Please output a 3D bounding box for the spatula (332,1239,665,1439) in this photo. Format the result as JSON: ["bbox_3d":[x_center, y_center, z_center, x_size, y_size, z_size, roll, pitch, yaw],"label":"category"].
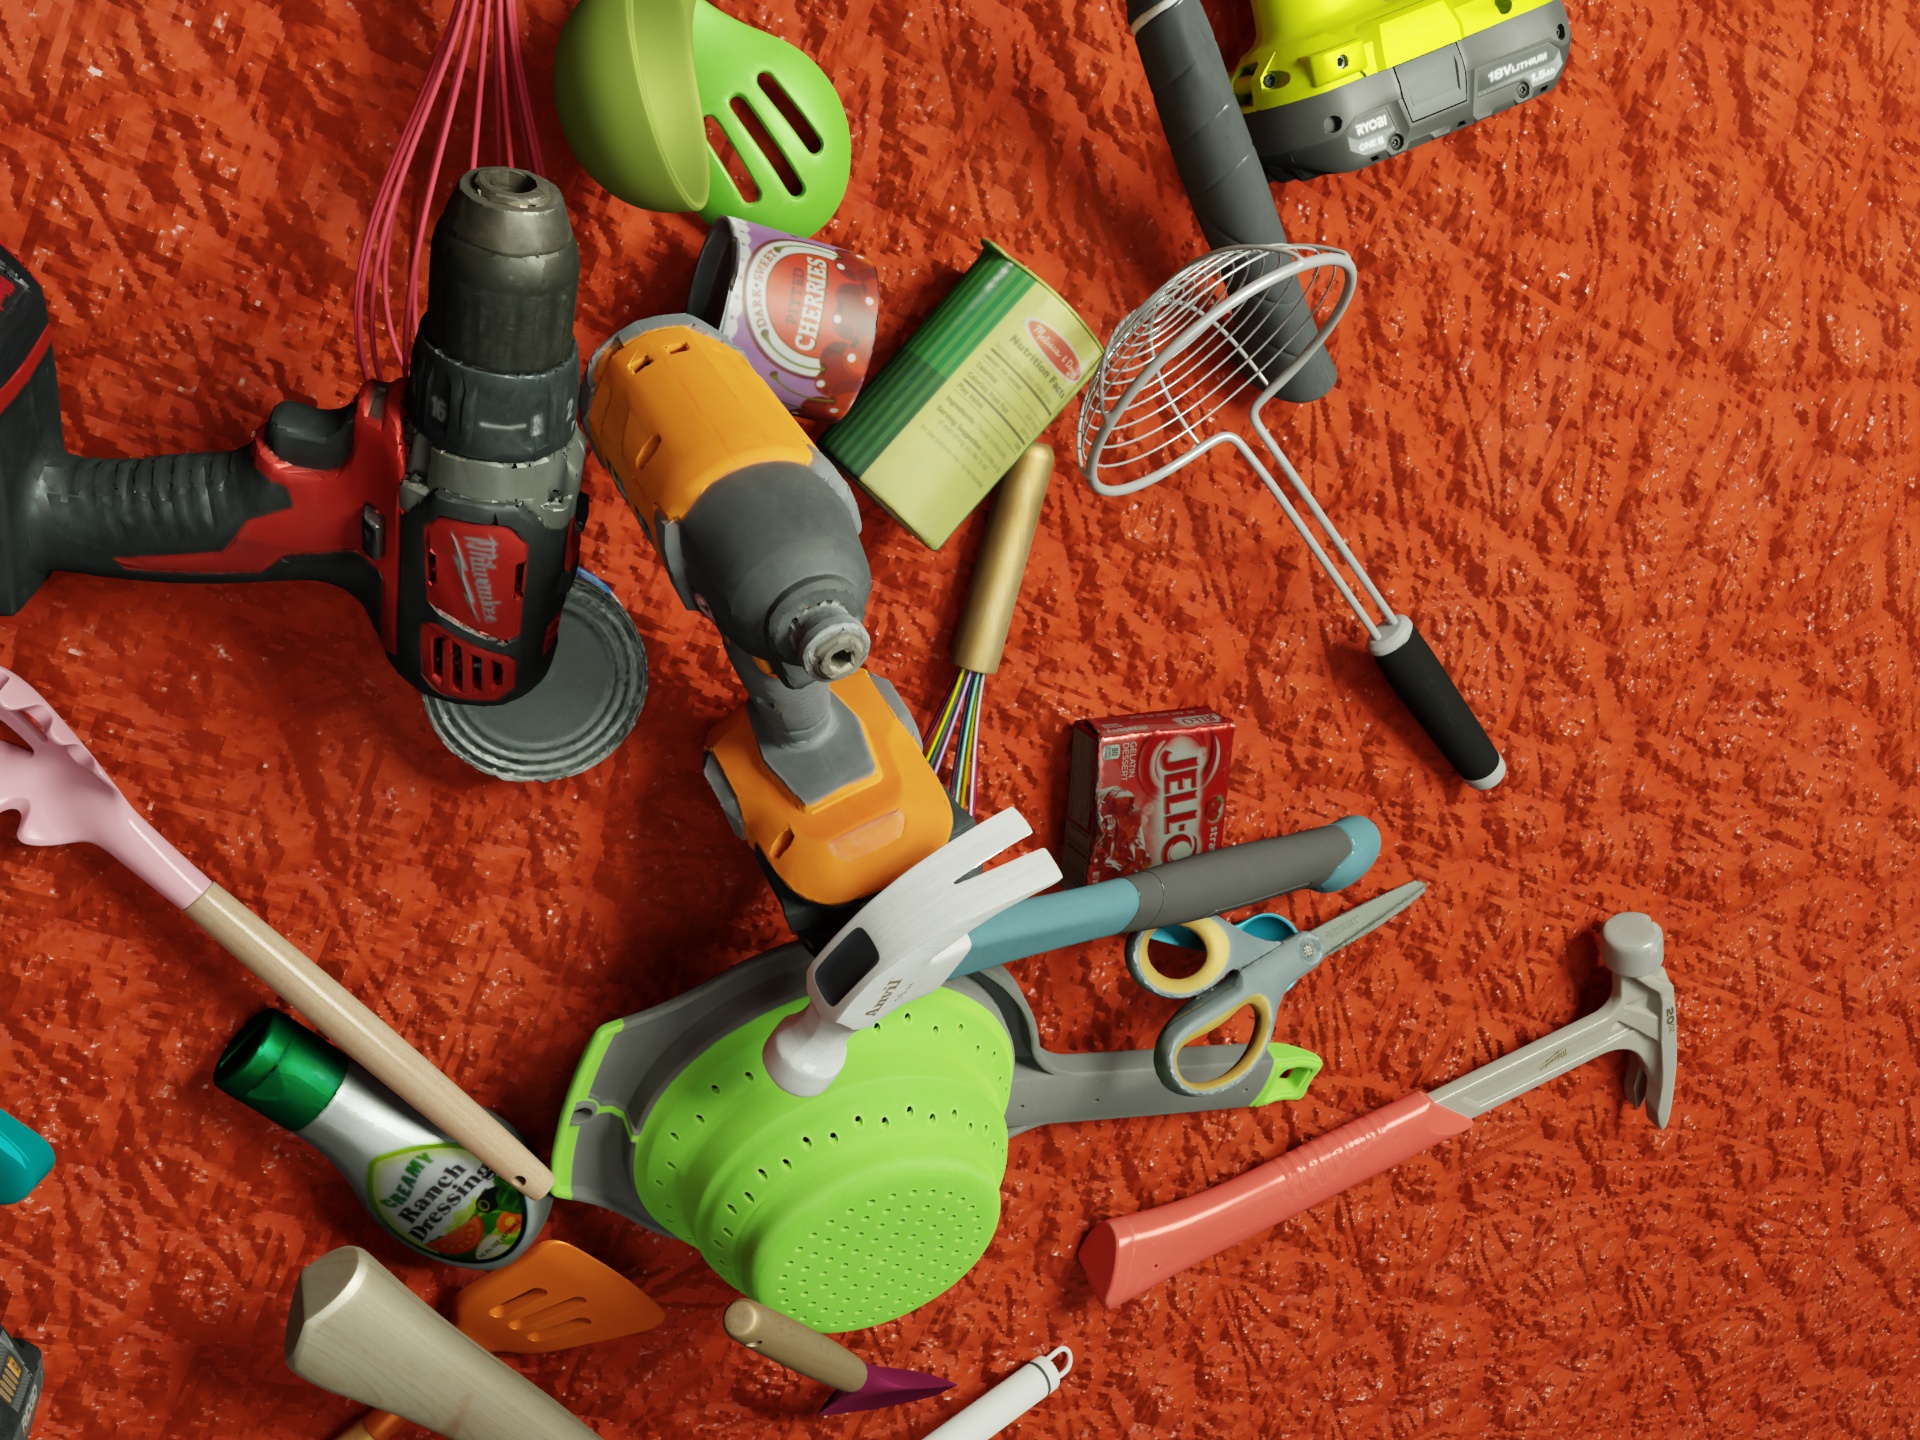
[{"bbox_3d":[-0.280,0.339,0.711,0.322,0.041,0.080,-40,125,-2],"label":"spatula"}]

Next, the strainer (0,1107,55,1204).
[{"bbox_3d":[-0.392,0.006,0.491,0.211,0.095,0.340,-33,107,18],"label":"strainer"}]

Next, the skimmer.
[{"bbox_3d":[0.173,-0.058,0.686,0.127,0.090,0.362,-39,127,9],"label":"skimmer"}]

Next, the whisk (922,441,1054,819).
[{"bbox_3d":[-0.002,-0.002,0.692,0.047,0.051,0.245,12,101,-18],"label":"whisk"}]

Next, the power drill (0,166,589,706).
[{"bbox_3d":[-0.230,-0.099,0.499,0.226,0.080,0.187,9,131,-13],"label":"power drill"}]

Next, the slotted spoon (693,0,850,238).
[{"bbox_3d":[-0.141,-0.296,0.542,0.070,0.031,0.313,-39,116,1],"label":"slotted spoon"}]

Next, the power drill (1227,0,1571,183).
[{"bbox_3d":[0.152,-0.339,0.610,0.171,0.080,0.223,-25,113,-11],"label":"power drill"}]

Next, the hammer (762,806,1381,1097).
[{"bbox_3d":[0.074,0.077,0.675,0.331,0.033,0.128,-6,141,-44],"label":"hammer"}]

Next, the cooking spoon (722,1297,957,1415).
[{"bbox_3d":[-0.053,0.281,0.692,0.069,0.017,0.318,-13,151,2],"label":"cooking spoon"}]

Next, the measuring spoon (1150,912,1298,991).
[{"bbox_3d":[0.111,0.104,0.790,0.128,0.021,0.042,20,78,-17],"label":"measuring spoon"}]

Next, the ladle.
[{"bbox_3d":[-0.039,-0.313,0.537,0.062,0.078,0.320,30,84,13],"label":"ladle"}]

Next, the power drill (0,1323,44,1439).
[{"bbox_3d":[-0.435,0.202,0.584,0.185,0.084,0.226,-29,112,-10],"label":"power drill"}]

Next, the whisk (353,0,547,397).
[{"bbox_3d":[-0.159,-0.230,0.529,0.073,0.073,0.295,4,110,-22],"label":"whisk"}]

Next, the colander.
[{"bbox_3d":[0.023,0.197,0.723,0.397,0.095,0.204,3,125,-28],"label":"colander"}]

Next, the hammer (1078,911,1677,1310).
[{"bbox_3d":[0.233,0.233,0.866,0.359,0.037,0.149,-22,121,-11],"label":"hammer"}]

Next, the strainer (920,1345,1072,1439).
[{"bbox_3d":[-0.034,0.375,0.779,0.258,0.050,0.087,-18,86,-40],"label":"strainer"}]

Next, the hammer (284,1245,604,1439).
[{"bbox_3d":[-0.154,0.357,0.738,0.146,0.038,0.410,-36,125,-7],"label":"hammer"}]

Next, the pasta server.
[{"bbox_3d":[-0.272,0.089,0.605,0.060,0.040,0.316,-36,111,16],"label":"pasta server"}]

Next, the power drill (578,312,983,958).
[{"bbox_3d":[-0.057,-0.013,0.568,0.084,0.164,0.226,-26,138,-11],"label":"power drill"}]

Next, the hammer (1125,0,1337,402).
[{"bbox_3d":[0.068,-0.266,0.551,0.036,0.149,0.408,-54,138,-18],"label":"hammer"}]
